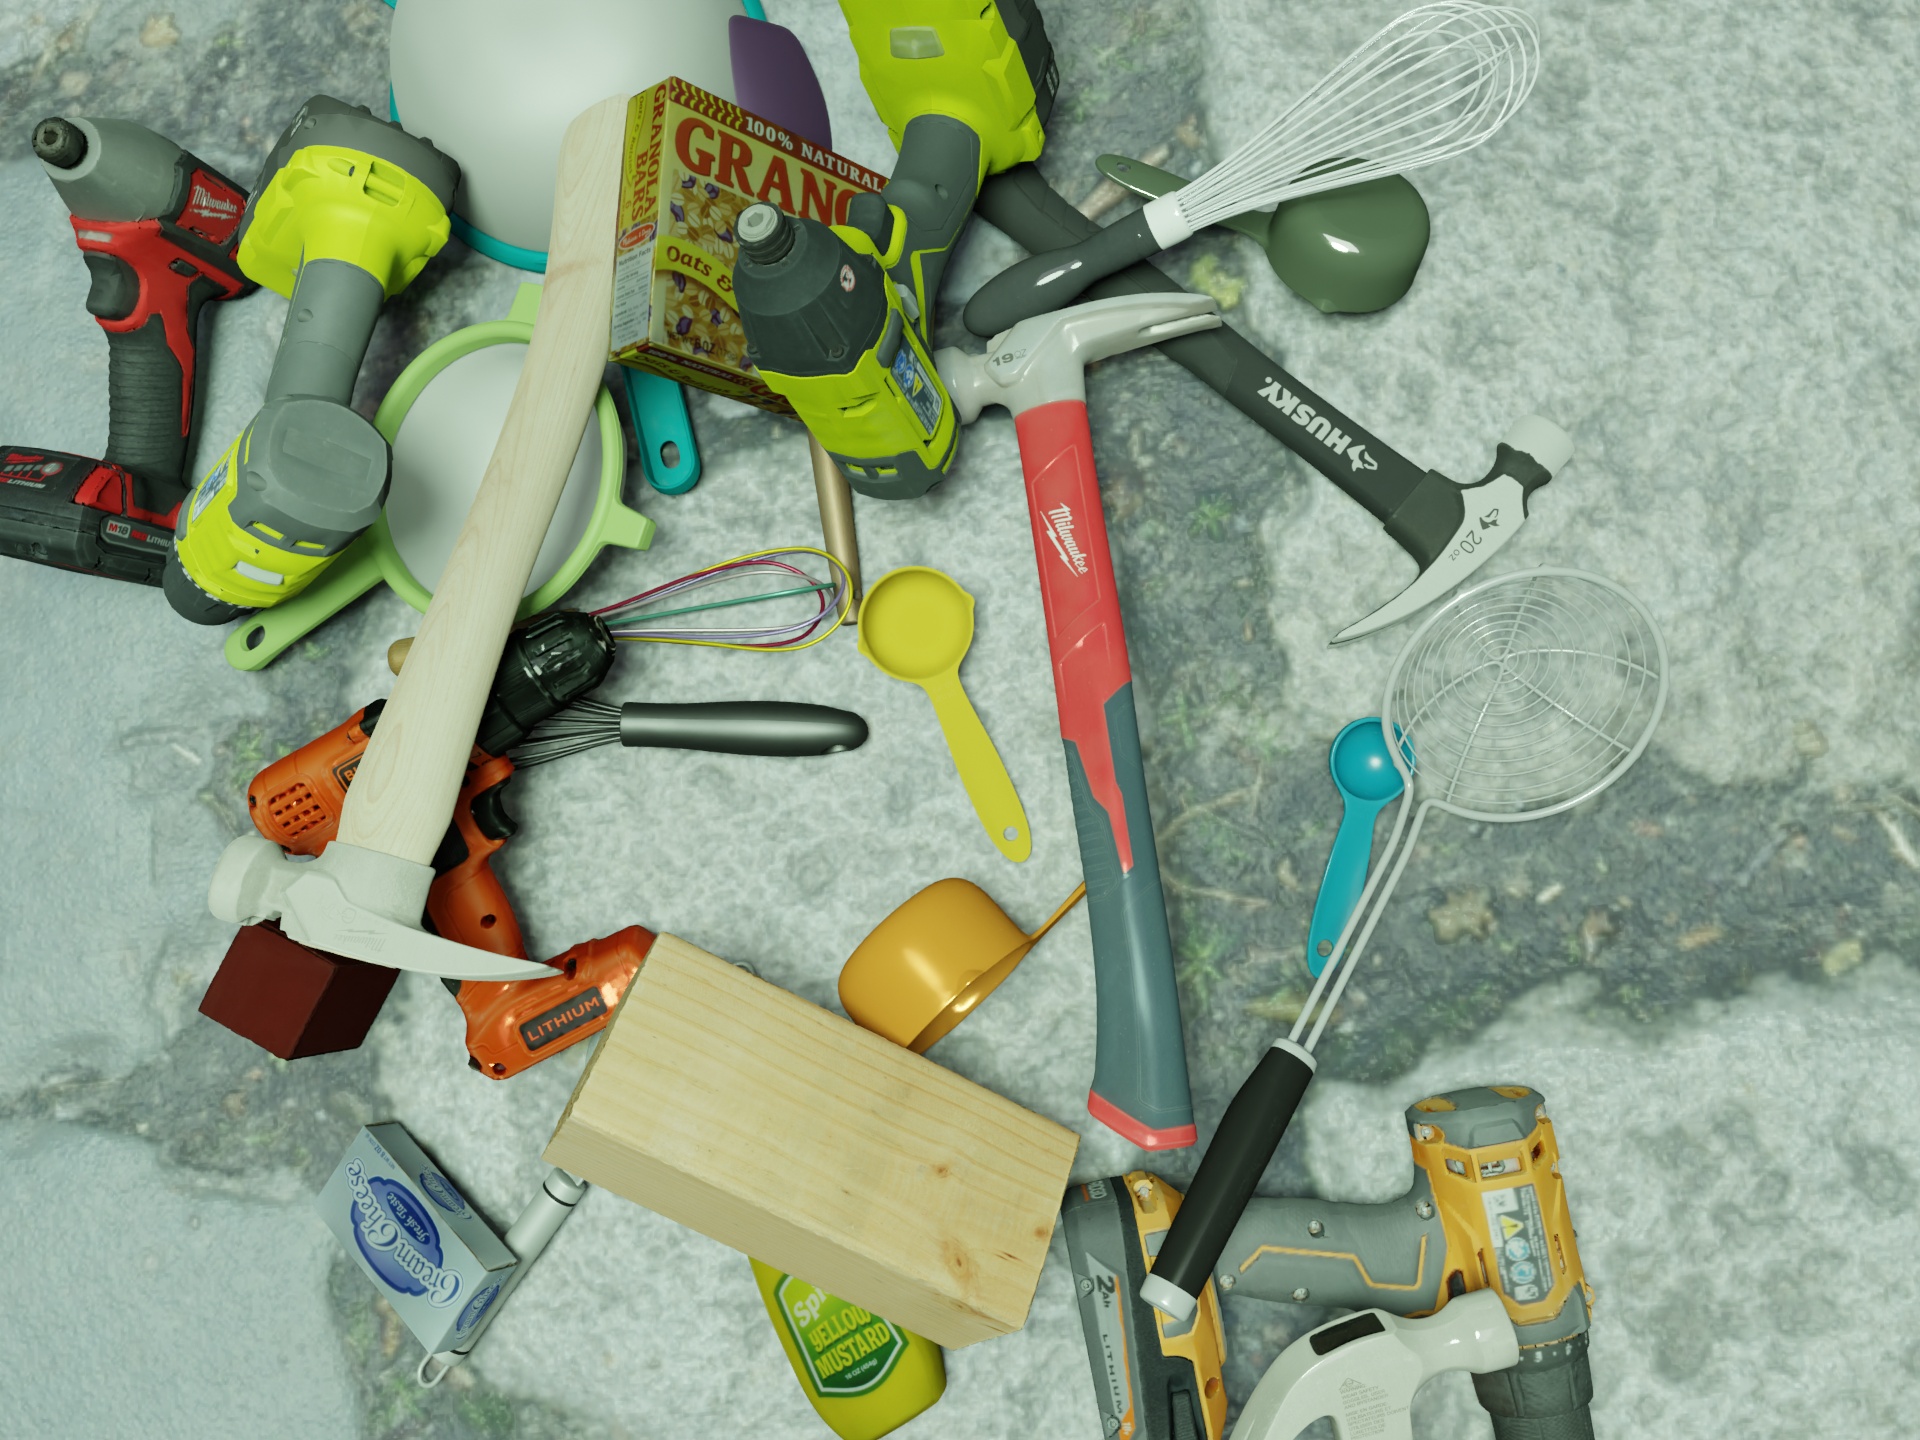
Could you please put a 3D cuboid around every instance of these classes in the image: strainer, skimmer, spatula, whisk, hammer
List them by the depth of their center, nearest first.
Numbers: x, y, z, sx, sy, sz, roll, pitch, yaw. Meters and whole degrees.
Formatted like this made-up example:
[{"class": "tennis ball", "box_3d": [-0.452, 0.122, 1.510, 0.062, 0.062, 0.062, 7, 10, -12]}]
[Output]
[{"class": "hammer", "box_3d": [0.195, 0.406, 0.671, 0.130, 0.031, 0.331, -14, 98, -2]}, {"class": "skimmer", "box_3d": [0.188, 0.094, 0.683, 0.127, 0.090, 0.363, 39, 71, -17]}, {"class": "hammer", "box_3d": [-0.191, -0.091, 0.710, 0.146, 0.038, 0.411, 15, 78, 2]}, {"class": "hammer", "box_3d": [0.077, -0.006, 0.719, 0.143, 0.038, 0.386, -12, 76, 16]}, {"class": "whisk", "box_3d": [0.124, -0.245, 0.730, 0.284, 0.070, 0.070, -22, 82, 21]}, {"class": "strainer", "box_3d": [-0.188, 0.221, 0.772, 0.087, 0.050, 0.258, 36, 91, 24]}, {"class": "hammer", "box_3d": [0.123, -0.177, 0.787, 0.335, 0.035, 0.146, 40, 88, 9]}, {"class": "whisk", "box_3d": [-0.165, 0.004, 0.793, 0.239, 0.055, 0.055, 1, 84, 1]}, {"class": "whisk", "box_3d": [-0.172, -0.046, 0.797, 0.245, 0.051, 0.047, -9, 107, 9]}, {"class": "strainer", "box_3d": [-0.191, -0.283, 0.800, 0.211, 0.095, 0.340, -15, 81, 4]}, {"class": "strainer", "box_3d": [-0.262, -0.091, 0.808, 0.256, 0.069, 0.151, -30, 75, 17]}, {"class": "spatula", "box_3d": [-0.076, -0.205, 0.811, 0.018, 0.059, 0.316, -12, 84, 48]}]

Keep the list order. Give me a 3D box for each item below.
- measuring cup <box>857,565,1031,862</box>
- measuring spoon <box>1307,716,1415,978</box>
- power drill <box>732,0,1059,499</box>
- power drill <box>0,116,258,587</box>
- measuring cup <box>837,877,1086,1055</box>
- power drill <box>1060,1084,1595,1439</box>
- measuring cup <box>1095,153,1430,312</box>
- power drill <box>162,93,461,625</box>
[{"class": "measuring cup", "box_3d": [-0.001, -0.003, 0.790, 0.062, 0.029, 0.156, -24, 93, 3]}, {"class": "measuring spoon", "box_3d": [0.185, 0.060, 0.766, 0.042, 0.021, 0.128, 13, 94, -8]}, {"class": "power drill", "box_3d": [-0.030, -0.233, 0.697, 0.080, 0.171, 0.223, 7, 71, 22]}, {"class": "power drill", "box_3d": [-0.418, -0.182, 0.790, 0.078, 0.143, 0.220, 10, 87, 9]}, {"class": "measuring cup", "box_3d": [0.015, 0.088, 0.754, 0.173, 0.095, 0.052, -41, 76, -18]}, {"class": "power drill", "box_3d": [0.170, 0.274, 0.711, 0.226, 0.084, 0.185, -11, 84, 0]}, {"class": "measuring cup", "box_3d": [0.147, -0.254, 0.771, 0.167, 0.038, 0.083, 21, 61, 2]}, {"class": "power drill", "box_3d": [-0.321, -0.161, 0.766, 0.080, 0.190, 0.229, 20, 63, -35]}]
